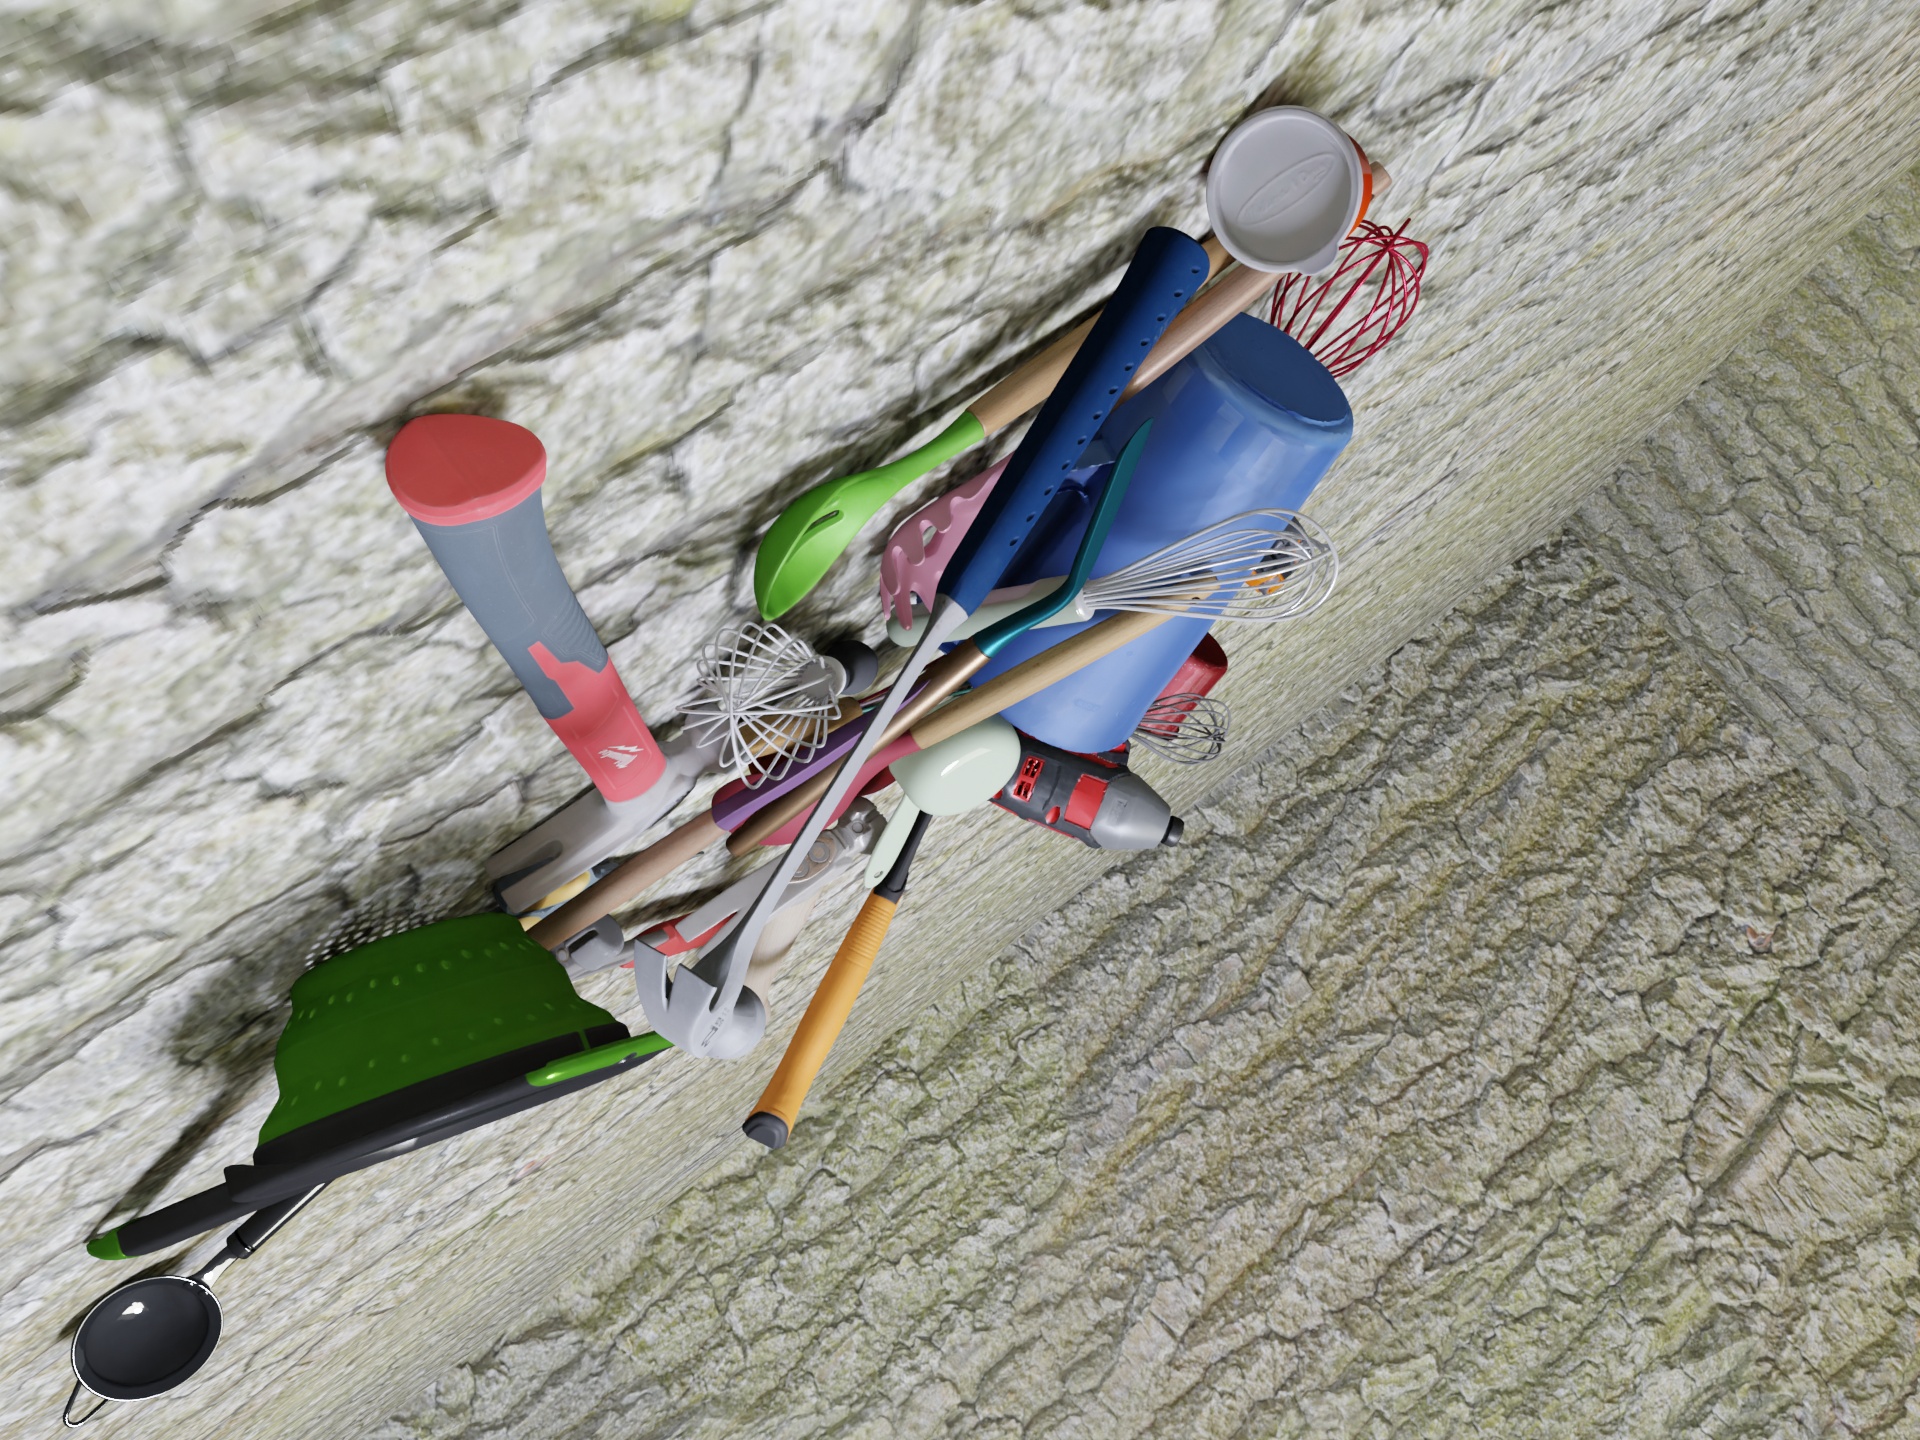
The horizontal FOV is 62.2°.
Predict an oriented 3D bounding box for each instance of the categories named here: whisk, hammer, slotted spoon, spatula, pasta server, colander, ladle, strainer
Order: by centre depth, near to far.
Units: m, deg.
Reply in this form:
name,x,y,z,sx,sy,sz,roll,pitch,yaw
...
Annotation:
name,x,y,z,sx,sy,sz,roll,pitch,yaw
hammer,-0.170,-0.008,0.641,0.143,0.038,0.386,-35,167,-11
hammer,-0.009,-0.040,0.665,0.405,0.035,0.144,-58,170,-10
slotted spoon,0.025,-0.149,0.729,0.314,0.031,0.070,-37,168,-15
whisk,-0.074,-0.016,0.771,0.070,0.070,0.284,-41,180,9
pasta server,0.079,-0.156,0.775,0.316,0.040,0.060,-37,155,15
spatula,-0.014,-0.031,0.800,0.317,0.044,0.082,-39,-176,21
colander,-0.323,0.184,0.805,0.397,0.094,0.204,-25,169,25
whisk,0.070,-0.065,0.810,0.246,0.059,0.058,-7,-156,26
spatula,-0.141,0.063,0.814,0.316,0.018,0.060,-32,-175,25
ladle,-0.001,-0.003,0.865,0.315,0.031,0.069,-28,141,16
whisk,-0.047,-0.011,0.929,0.245,0.047,0.051,-15,-172,-38
whisk,0.189,-0.204,0.936,0.073,0.073,0.295,-35,173,-19
strainer,-0.463,0.338,1.011,0.258,0.050,0.086,-42,124,-9
hammer,-0.059,0.132,1.090,0.337,0.034,0.127,-63,-177,-11
hammer,-0.203,0.153,1.093,0.149,0.037,0.359,-36,170,19
whisk,0.118,0.000,1.133,0.238,0.055,0.055,6,136,-46
hammer,-0.151,0.179,1.146,0.146,0.038,0.410,-34,167,-26

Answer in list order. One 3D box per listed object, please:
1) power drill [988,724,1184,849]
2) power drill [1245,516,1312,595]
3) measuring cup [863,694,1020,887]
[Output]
name,x,y,z,sx,sy,sz,roll,pitch,yaw
power drill,0.082,0.044,1.165,0.220,0.143,0.078,-112,-137,-84
power drill,0.136,-0.087,1.134,0.226,0.084,0.164,-38,167,12
measuring cup,-0.018,0.056,0.959,0.083,0.038,0.167,-6,137,-39
